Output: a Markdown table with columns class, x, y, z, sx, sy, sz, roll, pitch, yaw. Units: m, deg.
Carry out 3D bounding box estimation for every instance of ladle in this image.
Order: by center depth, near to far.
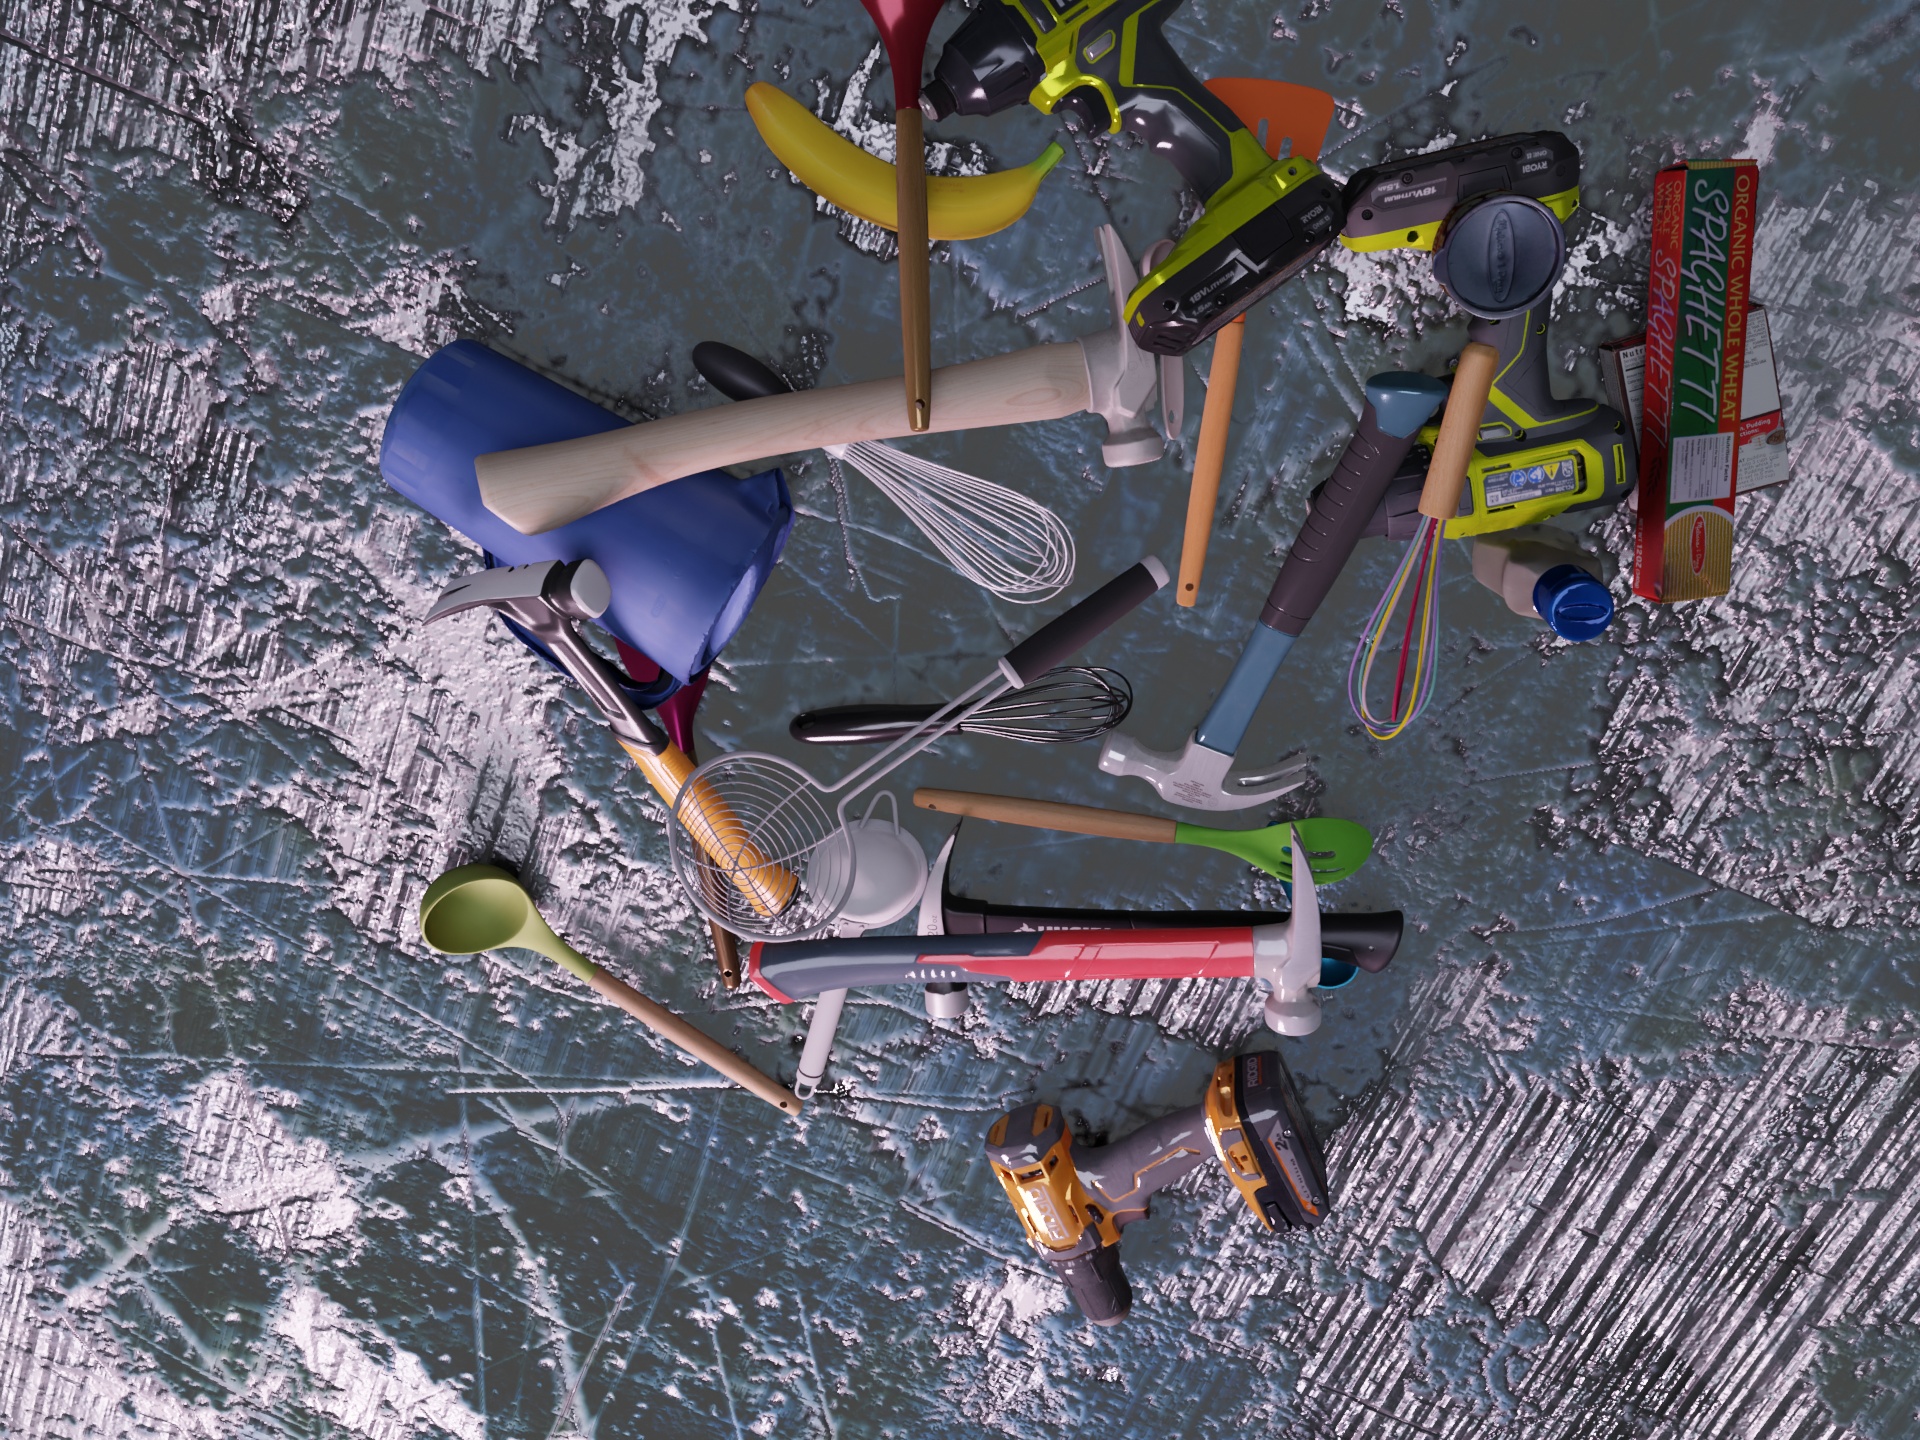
| class | x | y | z | sx | sy | sz | roll | pitch | yaw |
| --- | --- | --- | --- | --- | --- | --- | --- | --- | --- |
| ladle | -0.030 | -0.326 | 0.921 | 0.069 | 0.031 | 0.315 | -3 | 92 | -9 |
| ladle | -0.251 | 0.208 | 1.167 | 0.320 | 0.062 | 0.078 | 36 | 109 | -10 |

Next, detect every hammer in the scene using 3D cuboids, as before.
| class | x | y | z | sx | sy | sz | roll | pitch | yaw |
| --- | --- | --- | --- | --- | --- | --- | --- | --- | --- |
| hammer | -0.081 | -0.190 | 0.947 | 0.410 | 0.038 | 0.146 | -13 | 103 | -11 |
| hammer | 0.205 | -0.071 | 0.994 | 0.128 | 0.033 | 0.330 | 21 | 125 | -2 |
| hammer | -0.203 | 0.025 | 1.036 | 0.127 | 0.034 | 0.336 | -4 | 138 | 28 |
| hammer | 0.046 | 0.145 | 1.074 | 0.386 | 0.038 | 0.143 | -2 | 109 | 8 |
| hammer | 0.134 | 0.141 | 1.104 | 0.335 | 0.035 | 0.146 | 0 | 109 | 10 |

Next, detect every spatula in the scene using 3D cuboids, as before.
| class | x | y | z | sx | sy | sz | roll | pitch | yaw |
| --- | --- | --- | --- | --- | --- | --- | --- | --- | --- |
| spatula | 0.166 | -0.227 | 0.993 | 0.081 | 0.041 | 0.322 | 7 | 114 | 2 |

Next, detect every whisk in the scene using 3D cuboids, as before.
| class | x | y | z | sx | sy | sz | roll | pitch | yaw |
| --- | --- | --- | --- | --- | --- | --- | --- | --- | --- |
| whisk | 0.281 | -0.101 | 0.948 | 0.051 | 0.047 | 0.244 | 12 | 113 | 5 |
| whisk | -0.050 | -0.163 | 1.017 | 0.284 | 0.070 | 0.070 | 31 | 109 | 0 |
| whisk | -0.002 | -0.005 | 1.075 | 0.239 | 0.055 | 0.055 | -4 | 109 | 12 |

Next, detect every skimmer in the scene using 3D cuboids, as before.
| class | x | y | z | sx | sy | sz | roll | pitch | yaw |
| --- | --- | --- | --- | --- | --- | --- | --- | --- | --- |
| skimmer | -0.016 | 0.003 | 1.000 | 0.363 | 0.090 | 0.127 | -35 | 87 | -3 |

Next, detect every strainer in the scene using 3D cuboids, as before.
| class | x | y | z | sx | sy | sz | roll | pitch | yaw |
| --- | --- | --- | --- | --- | --- | --- | --- | --- | --- |
| strainer | -0.083 | 0.173 | 1.148 | 0.087 | 0.050 | 0.258 | 11 | 114 | -14 |

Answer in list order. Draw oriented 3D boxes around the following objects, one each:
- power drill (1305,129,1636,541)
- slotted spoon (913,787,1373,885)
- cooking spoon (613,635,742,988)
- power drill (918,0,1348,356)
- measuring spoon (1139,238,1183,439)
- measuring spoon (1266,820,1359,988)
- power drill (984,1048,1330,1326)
| class | x | y | z | sx | sy | sz | roll | pitch | yaw |
| --- | --- | --- | --- | --- | --- | --- | --- | --- | --- |
| power drill | 0.293 | -0.219 | 0.955 | 0.190 | 0.080 | 0.228 | -10 | 110 | 9 |
| slotted spoon | 0.121 | 0.074 | 1.087 | 0.314 | 0.031 | 0.070 | 8 | 140 | 9 |
| cooking spoon | -0.190 | 0.045 | 1.122 | 0.069 | 0.017 | 0.318 | -6 | 107 | 8 |
| power drill | 0.098 | -0.328 | 0.902 | 0.171 | 0.080 | 0.223 | -36 | 90 | -2 |
| measuring spoon | 0.125 | -0.237 | 0.994 | 0.018 | 0.034 | 0.124 | 16 | 123 | 42 |
| measuring spoon | 0.242 | 0.127 | 1.114 | 0.042 | 0.021 | 0.128 | -22 | 97 | 15 |
| power drill | 0.152 | 0.349 | 1.165 | 0.226 | 0.084 | 0.185 | -20 | 107 | 16 |
